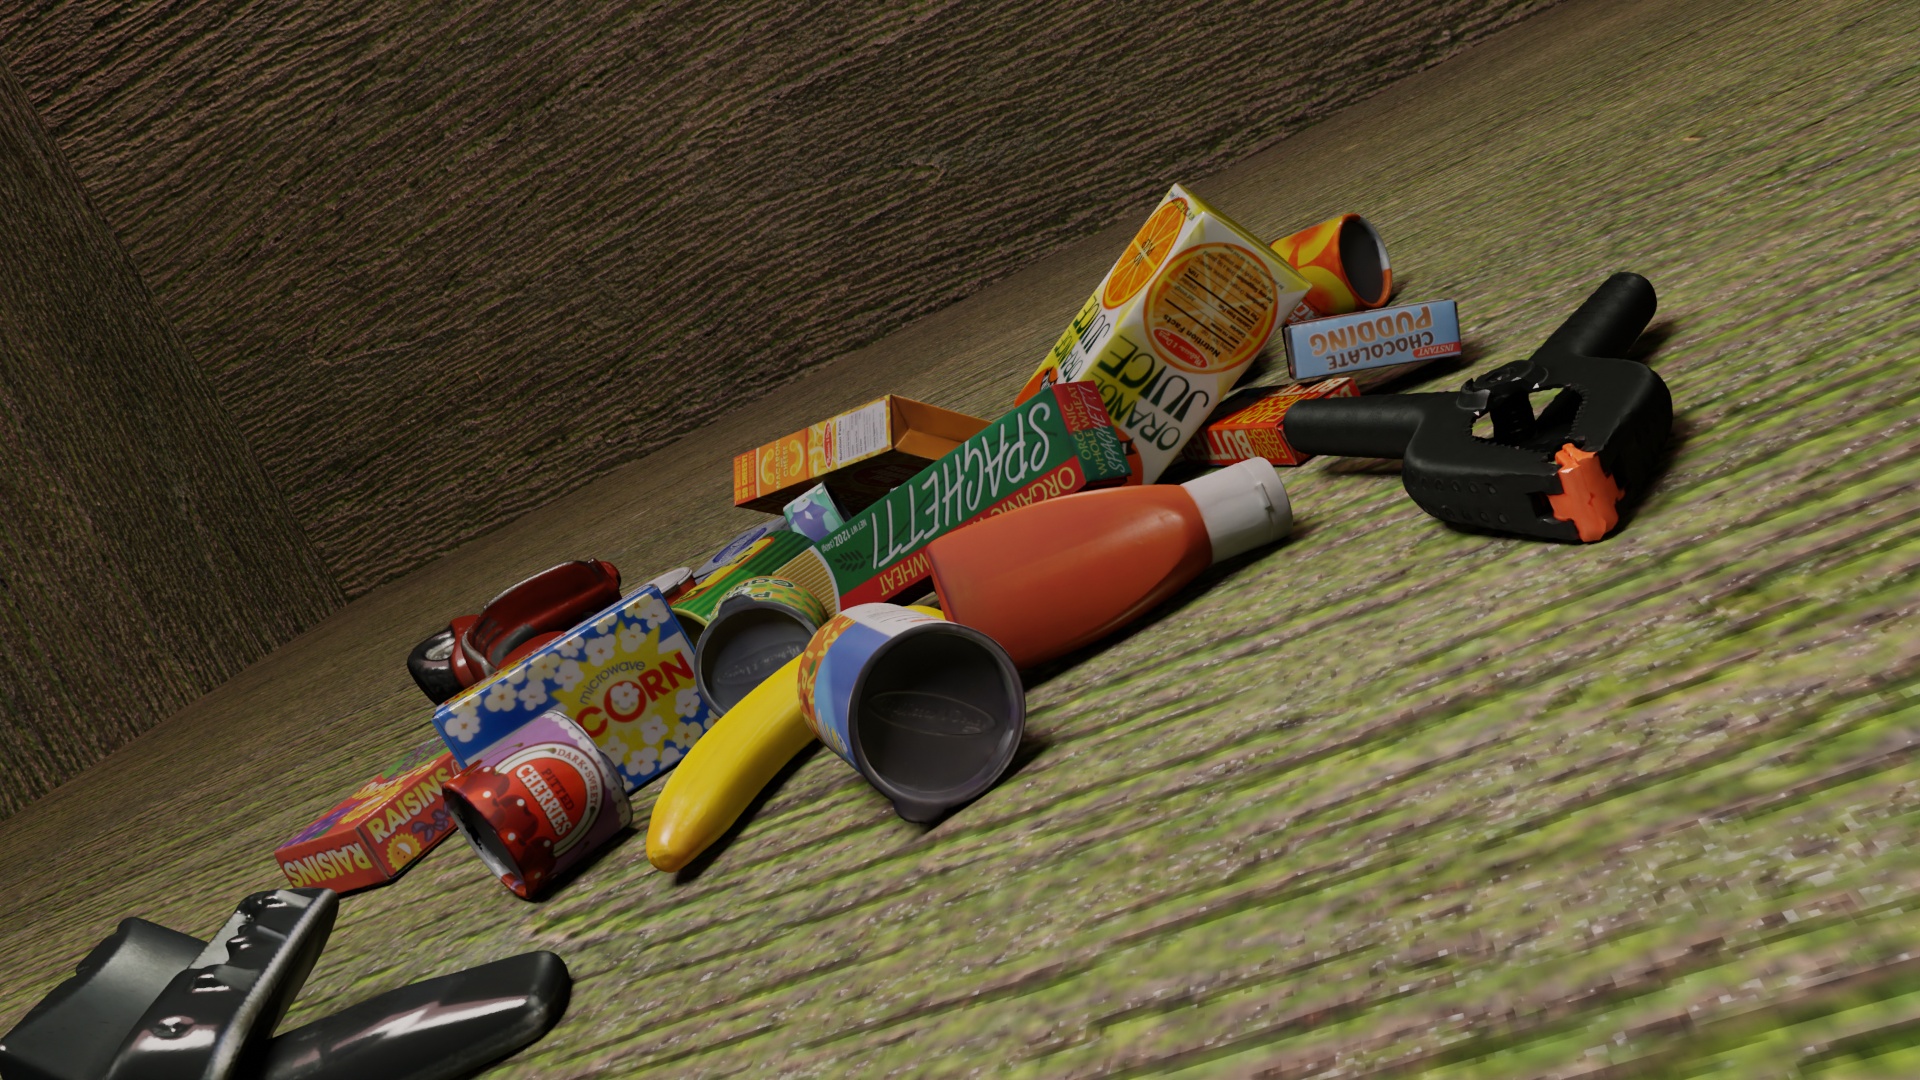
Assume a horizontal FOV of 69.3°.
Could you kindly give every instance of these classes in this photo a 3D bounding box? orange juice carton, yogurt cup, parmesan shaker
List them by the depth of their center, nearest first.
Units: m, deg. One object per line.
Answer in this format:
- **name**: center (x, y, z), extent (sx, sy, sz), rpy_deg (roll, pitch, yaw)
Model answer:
- **orange juice carton**: center (0.092, -0.087, 0.745), extent (0.192, 0.073, 0.072), rpy_deg (-53, 18, 19)
- **parmesan shaker**: center (-0.122, 0.046, 0.794), extent (0.071, 0.071, 0.103), rpy_deg (-18, 15, 37)
- **yogurt cup**: center (-0.198, 0.057, 0.928), extent (0.072, 0.054, 0.072), rpy_deg (-26, 12, 6)

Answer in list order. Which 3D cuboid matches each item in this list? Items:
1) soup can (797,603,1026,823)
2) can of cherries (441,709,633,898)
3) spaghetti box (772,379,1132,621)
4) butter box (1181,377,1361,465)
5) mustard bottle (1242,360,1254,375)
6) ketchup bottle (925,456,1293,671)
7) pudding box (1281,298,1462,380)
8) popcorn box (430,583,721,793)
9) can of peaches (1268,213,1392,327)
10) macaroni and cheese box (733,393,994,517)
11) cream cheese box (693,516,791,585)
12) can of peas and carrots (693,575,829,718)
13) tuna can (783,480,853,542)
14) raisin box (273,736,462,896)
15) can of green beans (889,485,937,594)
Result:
- **soup can**: center (-0.022, 0.062, 0.525), extent (0.071, 0.071, 0.084), rpy_deg (-31, 12, -16)
- **can of cherries**: center (-0.193, 0.120, 0.636), extent (0.059, 0.071, 0.071), rpy_deg (-36, 15, -33)
- **spaghetti box**: center (-0.015, -0.004, 0.685), extent (0.029, 0.050, 0.249), rpy_deg (-9, -15, -41)
- **butter box**: center (0.160, -0.061, 0.724), extent (0.053, 0.024, 0.103), rpy_deg (-31, 13, -17)
- **mustard bottle**: center (0.169, -0.137, 0.924), extent (0.049, 0.065, 0.161), rpy_deg (-21, 18, 12)
- **ketchup bottle**: center (0.064, 0.006, 0.581), extent (0.149, 0.065, 0.043), rpy_deg (-20, -8, -5)
- **pudding box**: center (0.209, -0.103, 0.713), extent (0.084, 0.030, 0.050), rpy_deg (-8, 7, 11)
- **popcorn box**: center (-0.190, 0.090, 0.711), extent (0.127, 0.085, 0.038), rpy_deg (-32, 12, -16)
- **can of peaches**: center (0.241, -0.174, 0.913), extent (0.058, 0.071, 0.071), rpy_deg (-14, 19, 46)
- **macaroni and cheese box**: center (-0.057, -0.050, 0.953), extent (0.124, 0.040, 0.166), rpy_deg (11, -19, -44)
- **cream cheese box**: center (-0.172, 0.014, 1.113), extent (0.053, 0.024, 0.104), rpy_deg (-22, 14, 24)
- **can of peas and carrots**: center (-0.099, 0.053, 0.699), extent (0.071, 0.071, 0.059), rpy_deg (-27, 12, 2)
- **tuna can**: center (-0.082, 0.000, 0.897), extent (0.033, 0.071, 0.071), rpy_deg (-33, 12, 2)
- **raisin box**: center (-0.331, 0.160, 0.831), extent (0.086, 0.040, 0.124), rpy_deg (-19, 14, 31)
- **can of green beans**: center (0.002, -0.010, 0.755), extent (0.058, 0.071, 0.071), rpy_deg (-25, 13, 7)
